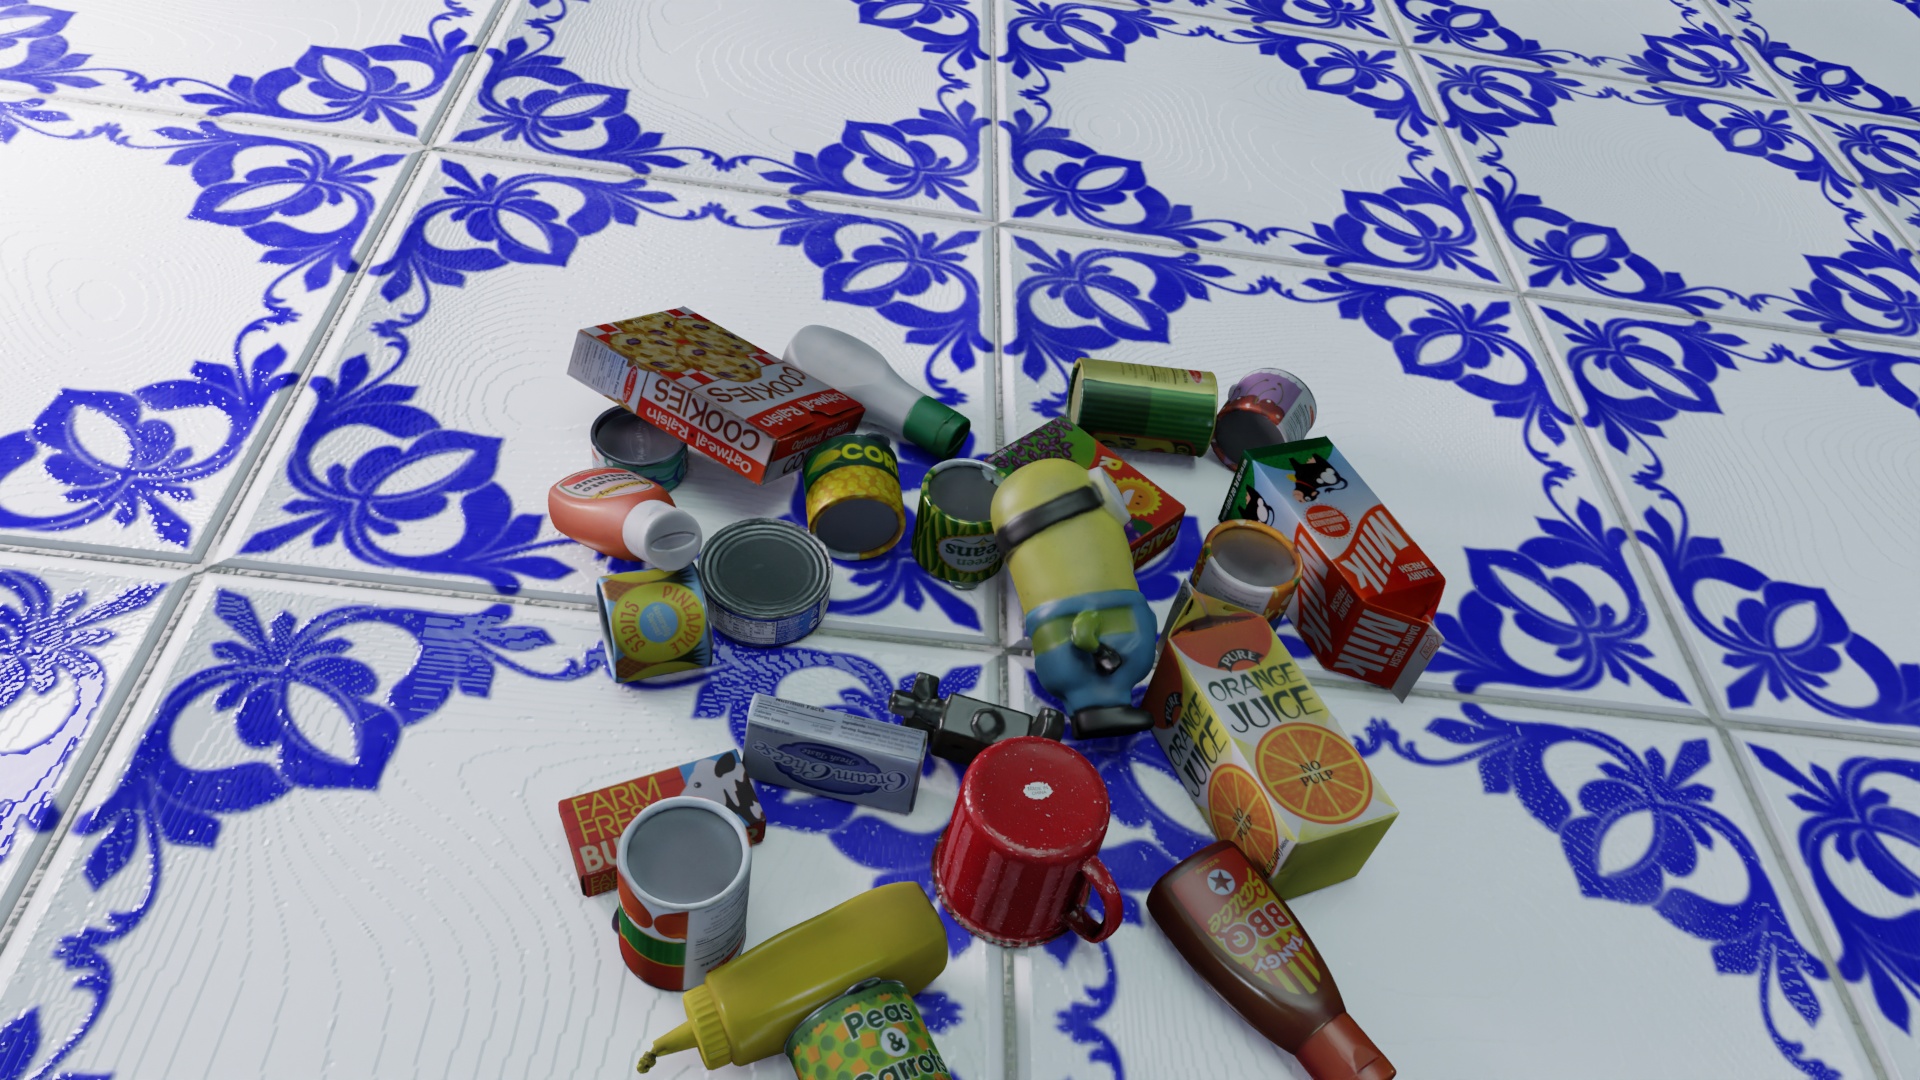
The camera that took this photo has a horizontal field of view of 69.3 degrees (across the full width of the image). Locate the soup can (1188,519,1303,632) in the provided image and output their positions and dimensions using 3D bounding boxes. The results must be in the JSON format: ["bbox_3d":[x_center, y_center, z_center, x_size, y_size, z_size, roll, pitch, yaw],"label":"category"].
[{"bbox_3d":[0.183,0.036,0.916,0.071,0.083,0.072,6,45,-6],"label":"soup can"}]

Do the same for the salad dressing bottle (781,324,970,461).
[{"bbox_3d":[-0.063,-0.109,1.034,0.148,0.043,0.064,31,54,16],"label":"salad dressing bottle"}]

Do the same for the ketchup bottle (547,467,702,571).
[{"bbox_3d":[-0.204,-0.013,0.861,0.065,0.043,0.149,-15,19,-30],"label":"ketchup bottle"}]

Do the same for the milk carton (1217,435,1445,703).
[{"bbox_3d":[0.263,0.019,0.957,0.073,0.072,0.191,-11,49,-22],"label":"milk carton"}]

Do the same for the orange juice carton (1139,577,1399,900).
[{"bbox_3d":[0.172,0.115,0.844,0.073,0.071,0.193,-11,50,-22],"label":"orange juice carton"}]

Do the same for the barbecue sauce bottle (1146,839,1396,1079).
[{"bbox_3d":[0.168,0.234,0.746,0.065,0.043,0.149,-21,54,-28],"label":"barbecue sauce bottle"}]

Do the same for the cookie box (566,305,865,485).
[{"bbox_3d":[-0.168,-0.106,0.976,0.167,0.040,0.123,29,26,14],"label":"cookie box"}]

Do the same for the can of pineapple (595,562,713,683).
[{"bbox_3d":[-0.184,0.049,0.835,0.058,0.070,0.071,-10,49,-20],"label":"can of pineapple"}]

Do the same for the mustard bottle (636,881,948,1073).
[{"bbox_3d":[-0.085,0.223,0.691,0.161,0.065,0.049,-18,50,-22],"label":"mustard bottle"}]

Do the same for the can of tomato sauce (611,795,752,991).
[{"bbox_3d":[-0.142,0.179,0.707,0.071,0.082,0.071,6,45,-6],"label":"can of tomato sauce"}]

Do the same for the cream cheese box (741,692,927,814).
[{"bbox_3d":[-0.073,0.123,0.798,0.104,0.053,0.024,13,43,1],"label":"cream cheese box"}]

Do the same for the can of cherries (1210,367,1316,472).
[{"bbox_3d":[0.229,-0.090,1.062,0.071,0.071,0.059,27,48,14],"label":"can of cherries"}]

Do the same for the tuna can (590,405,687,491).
[{"bbox_3d":[-0.219,-0.063,0.963,0.071,0.032,0.071,6,45,-6],"label":"tuna can"}]

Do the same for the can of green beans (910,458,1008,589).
[{"bbox_3d":[0.003,-0.013,0.944,0.071,0.057,0.071,6,45,-6],"label":"can of green beans"}]

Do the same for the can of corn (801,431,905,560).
[{"bbox_3d":[-0.070,-0.030,0.936,0.071,0.070,0.058,0,47,-12],"label":"can of corn"}]

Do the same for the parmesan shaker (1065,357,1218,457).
[{"bbox_3d":[0.135,-0.102,1.055,0.103,0.071,0.072,6,45,-6],"label":"parmesan shaker"}]

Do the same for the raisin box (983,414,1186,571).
[{"bbox_3d":[0.085,-0.027,0.988,0.086,0.039,0.123,-31,58,-35],"label":"raisin box"}]

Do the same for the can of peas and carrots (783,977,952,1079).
[{"bbox_3d":[-0.042,0.253,0.664,0.071,0.070,0.059,-16,52,-25],"label":"can of peas and carrots"}]

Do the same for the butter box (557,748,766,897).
[{"bbox_3d":[-0.165,0.155,0.767,0.104,0.024,0.053,-14,50,-24],"label":"butter box"}]
